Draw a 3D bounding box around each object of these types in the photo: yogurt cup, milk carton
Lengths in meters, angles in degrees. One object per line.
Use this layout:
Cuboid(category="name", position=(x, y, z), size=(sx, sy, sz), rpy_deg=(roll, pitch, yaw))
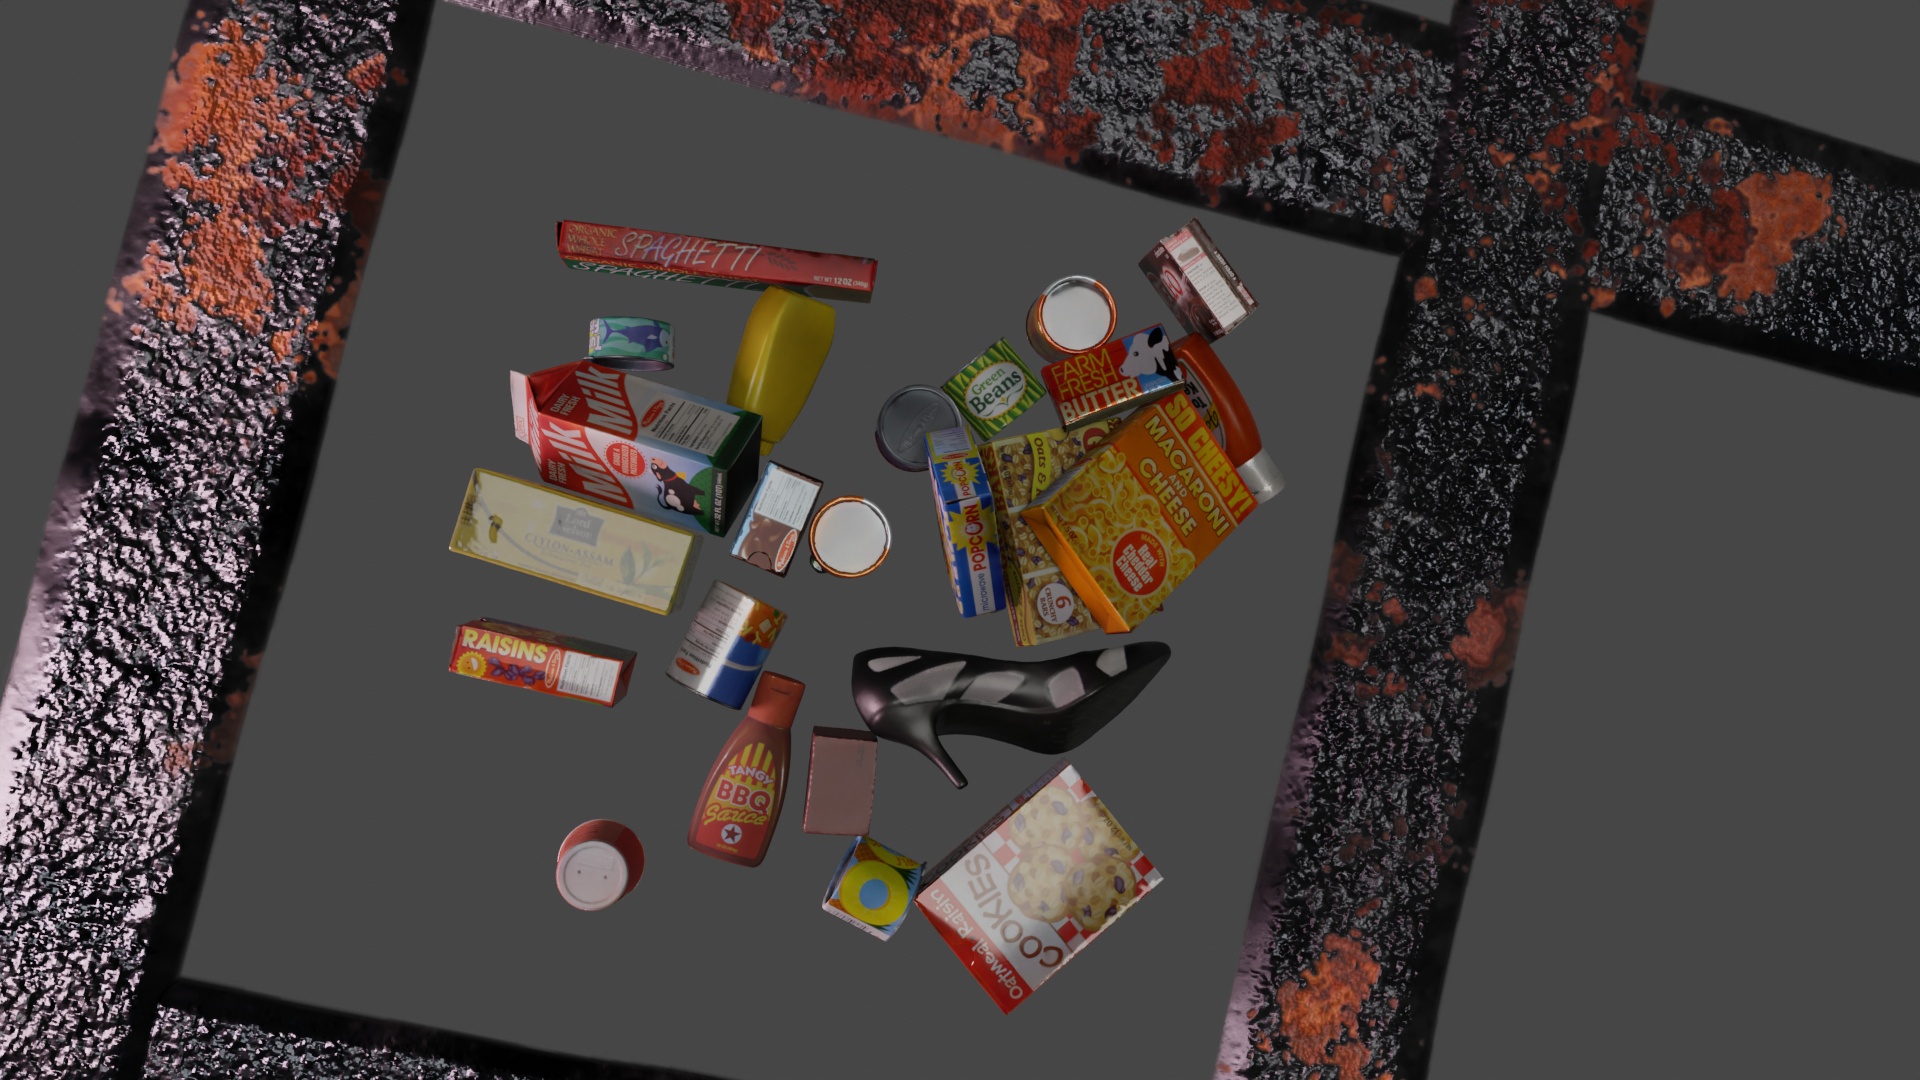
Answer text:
Cuboid(category="yogurt cup", position=(-0.282, 0.255, 1.080), size=(0.072, 0.054, 0.072), rpy_deg=(0, 88, -7))
Cuboid(category="milk carton", position=(-0.254, -0.076, 1.059), size=(0.191, 0.072, 0.074), rpy_deg=(18, 44, 5))

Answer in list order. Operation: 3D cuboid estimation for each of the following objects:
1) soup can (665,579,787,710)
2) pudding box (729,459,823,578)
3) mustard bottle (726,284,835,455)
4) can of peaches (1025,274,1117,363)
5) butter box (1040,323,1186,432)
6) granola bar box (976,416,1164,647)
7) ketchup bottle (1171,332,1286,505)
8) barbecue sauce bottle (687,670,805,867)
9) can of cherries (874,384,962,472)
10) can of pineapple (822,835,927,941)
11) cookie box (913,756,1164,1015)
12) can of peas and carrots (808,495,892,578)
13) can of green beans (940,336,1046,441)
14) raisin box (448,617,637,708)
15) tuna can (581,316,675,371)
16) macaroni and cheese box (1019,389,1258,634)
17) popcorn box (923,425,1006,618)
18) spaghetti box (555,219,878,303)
Cuboid(category="soup can", position=(-0.182, 0.082, 1.092), size=(0.071, 0.071, 0.084), rpy_deg=(27, 85, -5))
Cuboid(category="pudding box", position=(-0.148, -0.017, 1.114), size=(0.050, 0.030, 0.083), rpy_deg=(22, 86, -6))
Cuboid(category="mustard bottle", position=(-0.153, -0.120, 1.101), size=(0.065, 0.049, 0.160), rpy_deg=(17, 99, -41))
Cuboid(category="can of peaches", position=(0.091, -0.177, 1.131), size=(0.071, 0.058, 0.071), rpy_deg=(0, 88, -6))
Cuboid(category="butter box", position=(0.120, -0.128, 1.093), size=(0.103, 0.024, 0.053), rpy_deg=(-20, 74, 2))
Cuboid(category="granola bar box", position=(0.088, -0.008, 1.116), size=(0.124, 0.039, 0.165), rpy_deg=(-13, 90, -27))
Cuboid(category="ketchup bottle", position=(0.212, -0.097, 1.142), size=(0.044, 0.064, 0.148), rpy_deg=(-43, 101, -34))
Cuboid(category="barbecue sauce bottle", position=(-0.164, 0.179, 1.101), size=(0.065, 0.043, 0.148), rpy_deg=(19, 86, -6))
Cuboid(category="can of cherries", position=(-0.033, -0.087, 1.115), size=(0.071, 0.058, 0.071), rpy_deg=(0, 88, -7))
Cuboid(category="can of pineapple", position=(-0.068, 0.272, 1.097), size=(0.058, 0.071, 0.071), rpy_deg=(28, 86, -5))
Cuboid(category="cookie box", position=(0.061, 0.278, 1.124), size=(0.167, 0.040, 0.123), rpy_deg=(-39, 93, -6))
Cuboid(category="can of peas and carrots", position=(-0.090, -0.001, 1.106), size=(0.071, 0.058, 0.071), rpy_deg=(0, 88, -6))
Cuboid(category="can of green beans", position=(0.027, -0.121, 1.118), size=(0.071, 0.071, 0.058), rpy_deg=(-39, 93, -6))
Cuboid(category="raisin box", position=(-0.317, 0.092, 1.065), size=(0.123, 0.086, 0.040), rpy_deg=(13, 89, -6))
Cuboid(category="tuna can", position=(-0.259, -0.154, 1.087), size=(0.071, 0.071, 0.033), rpy_deg=(2, 88, -6))
Cuboid(category="macaroni and cheese box", position=(0.144, -0.025, 1.101), size=(0.167, 0.040, 0.123), rpy_deg=(-41, 103, -25))
Cuboid(category="popcorn box", position=(0.004, -0.013, 1.073), size=(0.038, 0.085, 0.126), rpy_deg=(-12, 133, -4))
Cuboid(category="spaghetti box", position=(-0.192, -0.221, 1.105), size=(0.250, 0.050, 0.028), rpy_deg=(6, 87, -6))
